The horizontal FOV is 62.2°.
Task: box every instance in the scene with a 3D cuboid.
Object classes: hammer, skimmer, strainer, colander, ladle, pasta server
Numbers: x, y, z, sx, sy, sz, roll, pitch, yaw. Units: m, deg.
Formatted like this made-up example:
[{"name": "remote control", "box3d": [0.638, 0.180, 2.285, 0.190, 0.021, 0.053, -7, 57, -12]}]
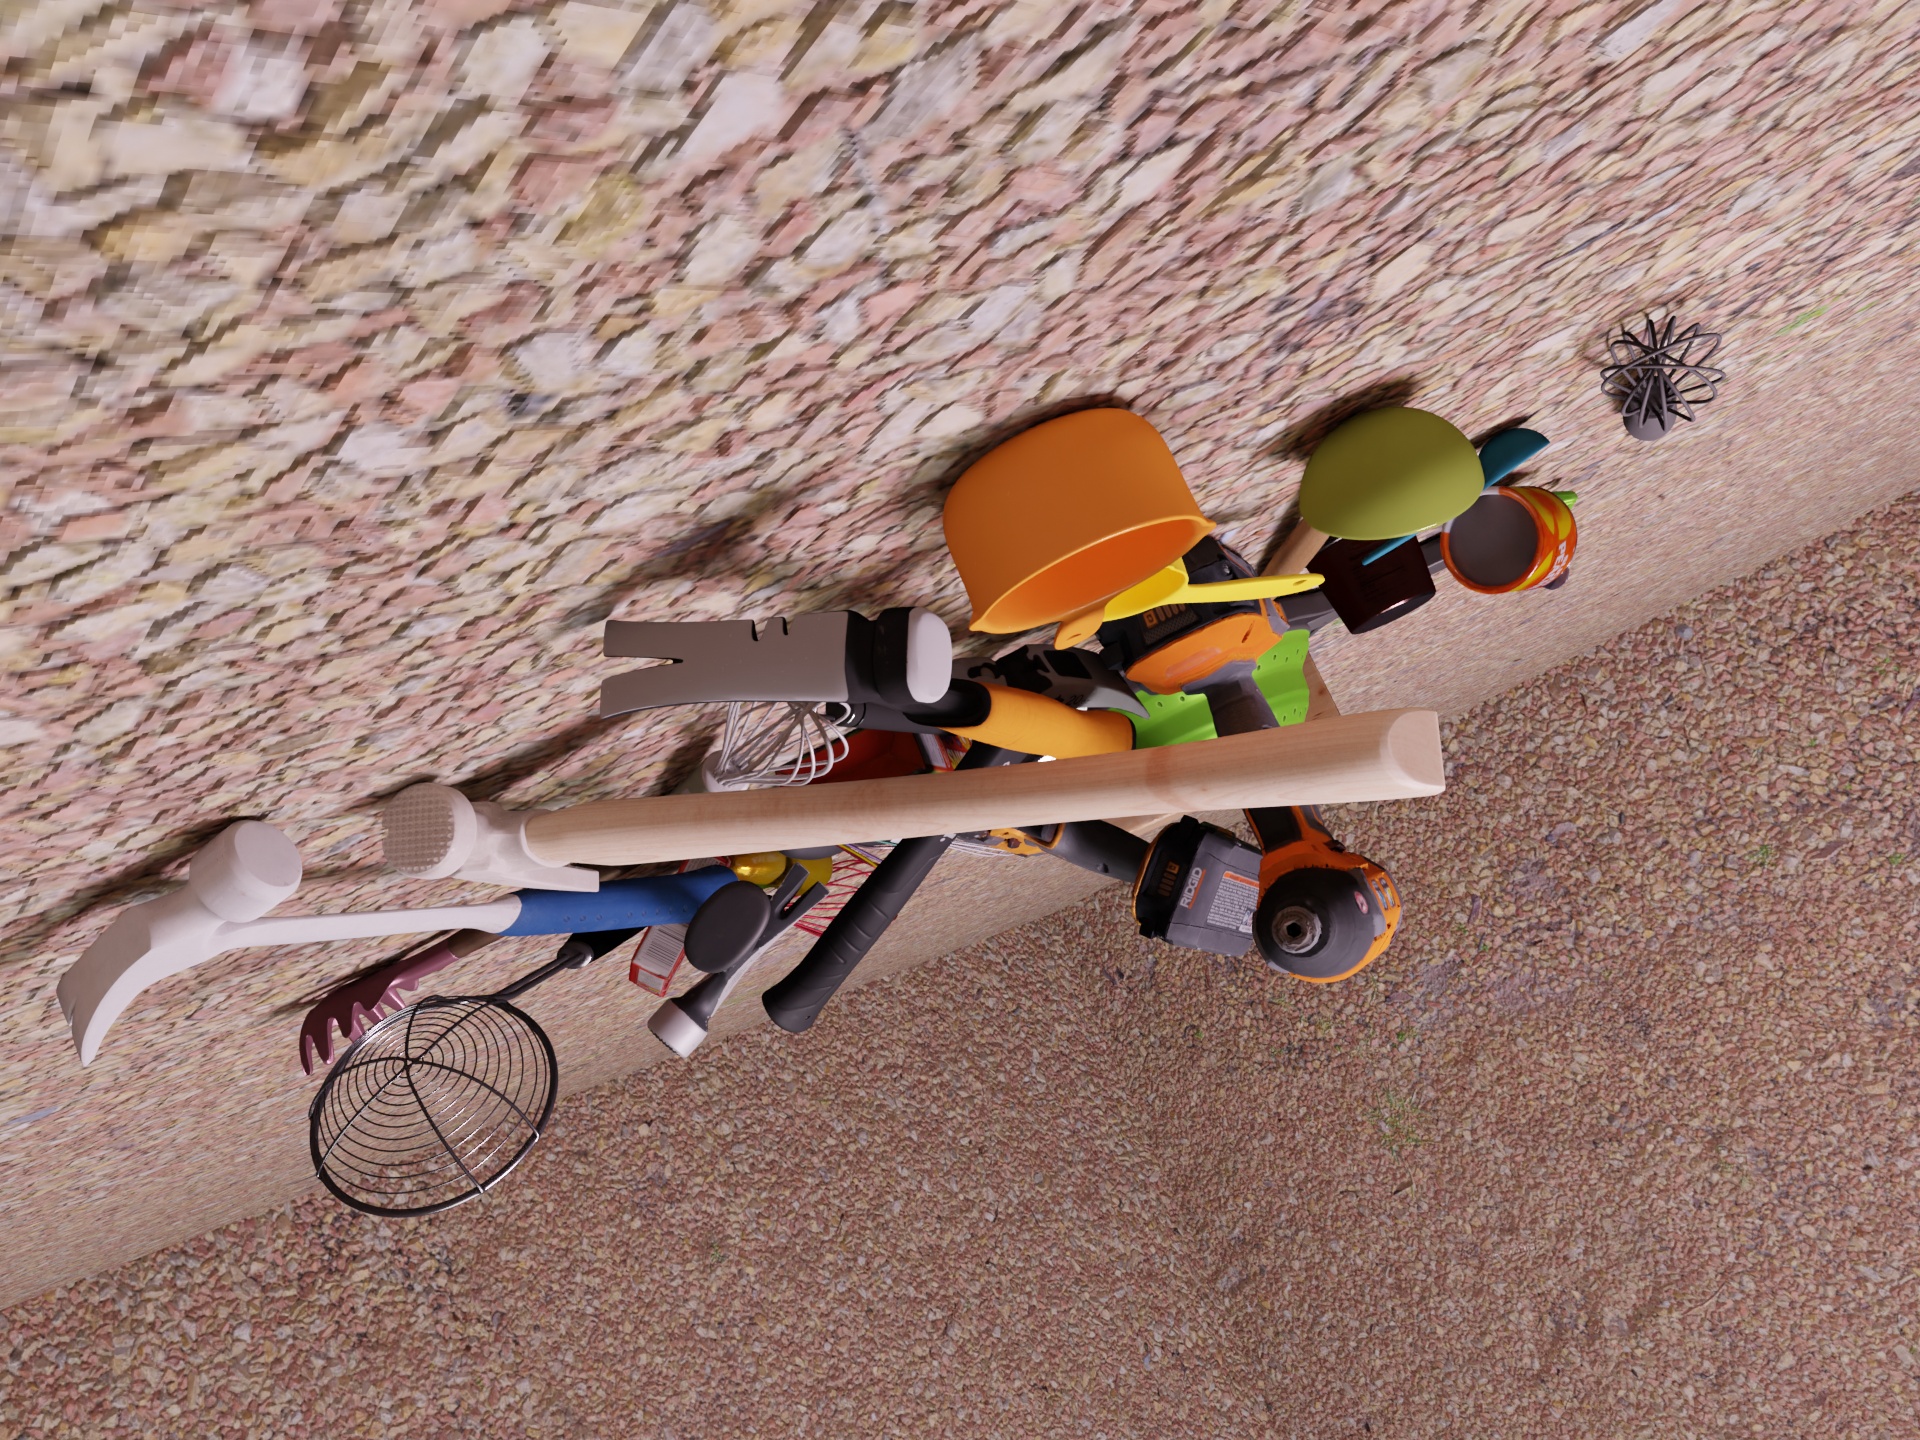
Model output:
[{"name": "hammer", "box3d": [-0.017, 0.035, 0.647, 0.410, 0.038, 0.146, -6, 169, 16]}, {"name": "hammer", "box3d": [-0.238, 0.098, 0.782, 0.144, 0.035, 0.405, -34, 164, 18]}, {"name": "hammer", "box3d": [-0.023, 0.078, 0.905, 0.146, 0.035, 0.334, -6, 143, -43]}, {"name": "skimmer", "box3d": [-0.254, 0.183, 0.949, 0.127, 0.090, 0.363, 2, -175, 8]}, {"name": "hammer", "box3d": [-0.004, -0.004, 0.664, 0.127, 0.034, 0.336, -1, 174, 24]}, {"name": "strainer", "box3d": [-0.001, -0.003, 0.871, 0.087, 0.050, 0.258, -53, 153, 18]}, {"name": "colander", "box3d": [0.244, -0.035, 1.084, 0.397, 0.094, 0.204, -25, 170, 10]}, {"name": "ladle", "box3d": [0.186, -0.087, 0.813, 0.078, 0.062, 0.320, -20, 172, -2]}, {"name": "pasta server", "box3d": [-0.276, 0.131, 0.946, 0.316, 0.040, 0.060, -28, 179, 17]}, {"name": "hammer", "box3d": [-0.125, 0.126, 0.900, 0.149, 0.036, 0.409, -48, 178, -14]}]

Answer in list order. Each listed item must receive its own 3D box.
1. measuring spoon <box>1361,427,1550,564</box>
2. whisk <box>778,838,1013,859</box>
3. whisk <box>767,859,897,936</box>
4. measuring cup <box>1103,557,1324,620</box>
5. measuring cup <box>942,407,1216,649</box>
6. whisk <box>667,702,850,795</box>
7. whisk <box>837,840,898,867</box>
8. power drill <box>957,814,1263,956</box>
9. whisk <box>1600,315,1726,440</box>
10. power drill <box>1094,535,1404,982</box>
[{"name": "measuring spoon", "box3d": [0.254, -0.120, 0.832, 0.128, 0.021, 0.042, -32, 175, -16]}, {"name": "whisk", "box3d": [-0.031, 0.078, 1.174, 0.070, 0.070, 0.284, -31, 162, 37]}, {"name": "whisk", "box3d": [-0.144, 0.153, 1.306, 0.073, 0.073, 0.295, -30, 161, 31]}, {"name": "measuring cup", "box3d": [0.111, -0.072, 0.741, 0.156, 0.029, 0.062, -6, 162, -36]}, {"name": "measuring cup", "box3d": [0.038, -0.066, 0.607, 0.095, 0.052, 0.173, -23, 171, -2]}, {"name": "whisk", "box3d": [-0.110, 0.024, 0.759, 0.059, 0.057, 0.246, -52, -171, -28]}, {"name": "whisk", "box3d": [-0.079, 0.073, 1.018, 0.047, 0.051, 0.244, -58, 153, 9]}, {"name": "power drill", "box3d": [0.078, 0.079, 1.064, 0.226, 0.084, 0.185, 21, 179, 31]}, {"name": "whisk", "box3d": [0.360, -0.169, 0.820, 0.055, 0.055, 0.239, -27, 173, 21]}, {"name": "power drill", "box3d": [0.149, 0.025, 0.809, 0.084, 0.226, 0.164, -27, 169, 19]}]
